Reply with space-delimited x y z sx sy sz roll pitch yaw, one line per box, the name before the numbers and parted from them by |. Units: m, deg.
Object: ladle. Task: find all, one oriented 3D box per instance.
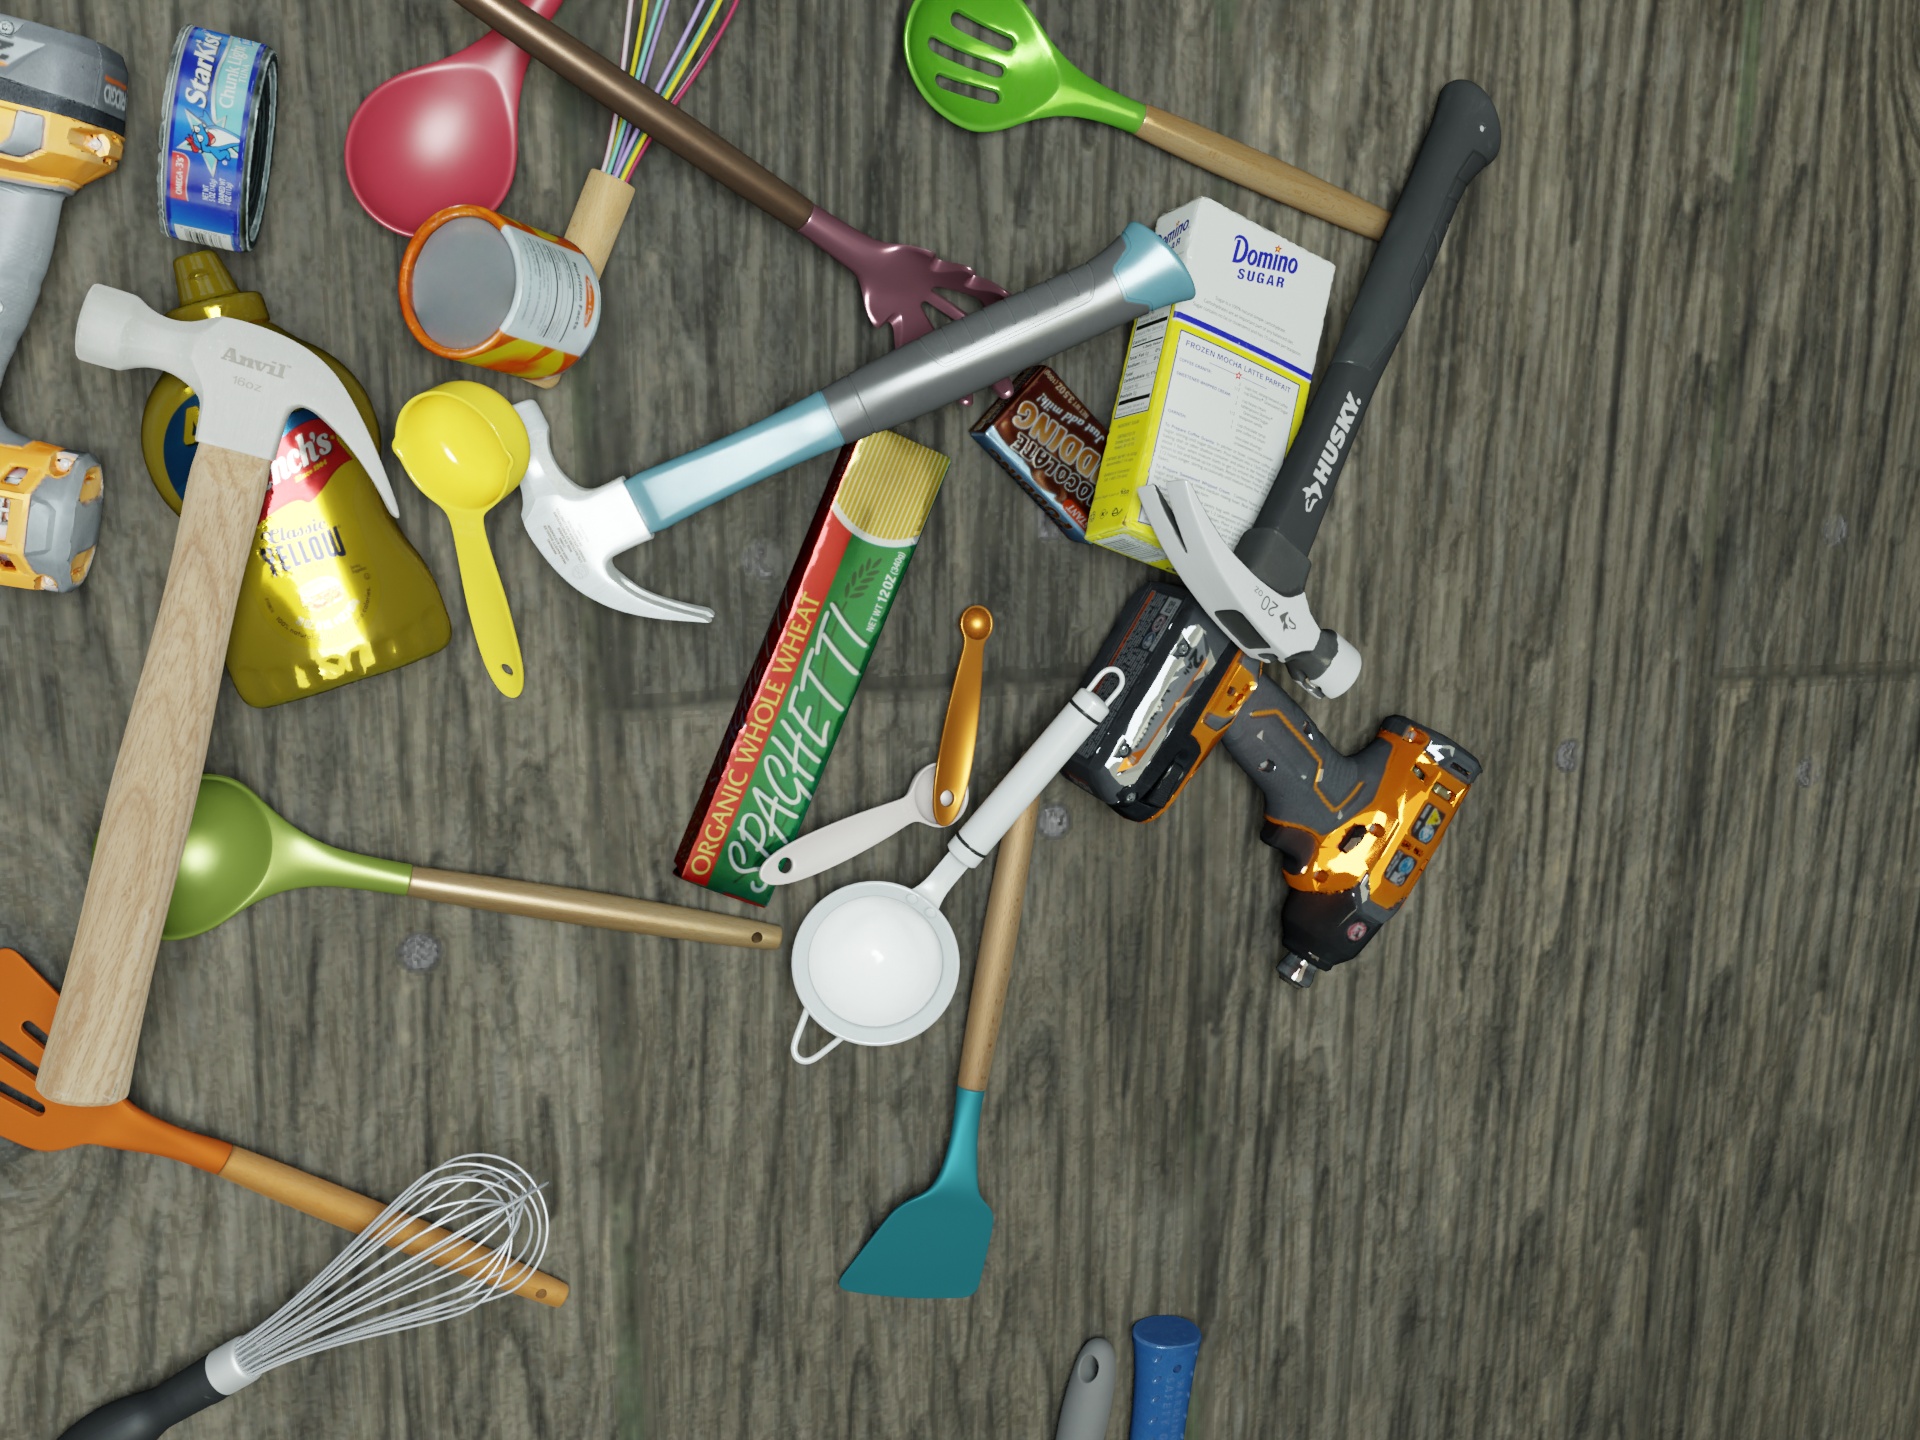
ladle | -0.235 0.084 0.759 0.320 0.062 0.078 12 96 -22
ladle | -0.171 -0.350 0.712 0.069 0.031 0.315 34 87 -20

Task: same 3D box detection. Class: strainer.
strainer | -0.001 0.073 0.817 0.087 0.050 0.258 39 99 -5

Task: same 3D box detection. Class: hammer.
hammer | -0.325 0.000 0.660 0.130 0.031 0.331 14 95 -21
hammer | 0.108 0.557 0.966 0.144 0.035 0.405 3 99 -18
hammer | -0.048 -0.150 0.747 0.331 0.033 0.128 -24 103 1
hammer | 0.200 -0.189 0.805 0.146 0.035 0.335 35 72 -29

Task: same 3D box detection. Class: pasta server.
pasta server | -0.092 -0.241 0.721 0.316 0.040 0.060 27 117 -32

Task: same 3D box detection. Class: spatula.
spatula | -0.333 0.217 0.771 0.322 0.041 0.081 33 90 -24
spatula | 0.005 0.172 0.869 0.082 0.044 0.317 10 92 -19

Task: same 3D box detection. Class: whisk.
whisk | -0.318 0.290 0.754 0.284 0.070 0.070 -31 108 4
whisk | -0.153 -0.270 0.730 0.047 0.051 0.245 24 97 1
whisk | 0.054 0.477 0.931 0.055 0.055 0.239 13 91 -19

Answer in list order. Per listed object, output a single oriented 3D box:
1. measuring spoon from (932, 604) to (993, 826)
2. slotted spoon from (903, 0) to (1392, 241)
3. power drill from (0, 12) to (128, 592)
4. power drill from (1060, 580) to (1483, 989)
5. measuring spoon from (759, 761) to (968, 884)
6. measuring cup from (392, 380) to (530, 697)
measuring spoon | -0.001 -0.003 0.831 0.021 0.011 0.117 10 89 -31
slotted spoon | 0.112 -0.295 0.812 0.313 0.031 0.070 14 96 -21
power drill | -0.439 -0.174 0.636 0.185 0.084 0.226 10 102 -17
power drill | 0.163 0.042 0.864 0.226 0.084 0.164 30 91 -24
measuring spoon | -0.051 0.055 0.818 0.124 0.018 0.034 -24 103 -26
measuring cup | -0.217 -0.082 0.736 0.062 0.029 0.156 8 125 17
